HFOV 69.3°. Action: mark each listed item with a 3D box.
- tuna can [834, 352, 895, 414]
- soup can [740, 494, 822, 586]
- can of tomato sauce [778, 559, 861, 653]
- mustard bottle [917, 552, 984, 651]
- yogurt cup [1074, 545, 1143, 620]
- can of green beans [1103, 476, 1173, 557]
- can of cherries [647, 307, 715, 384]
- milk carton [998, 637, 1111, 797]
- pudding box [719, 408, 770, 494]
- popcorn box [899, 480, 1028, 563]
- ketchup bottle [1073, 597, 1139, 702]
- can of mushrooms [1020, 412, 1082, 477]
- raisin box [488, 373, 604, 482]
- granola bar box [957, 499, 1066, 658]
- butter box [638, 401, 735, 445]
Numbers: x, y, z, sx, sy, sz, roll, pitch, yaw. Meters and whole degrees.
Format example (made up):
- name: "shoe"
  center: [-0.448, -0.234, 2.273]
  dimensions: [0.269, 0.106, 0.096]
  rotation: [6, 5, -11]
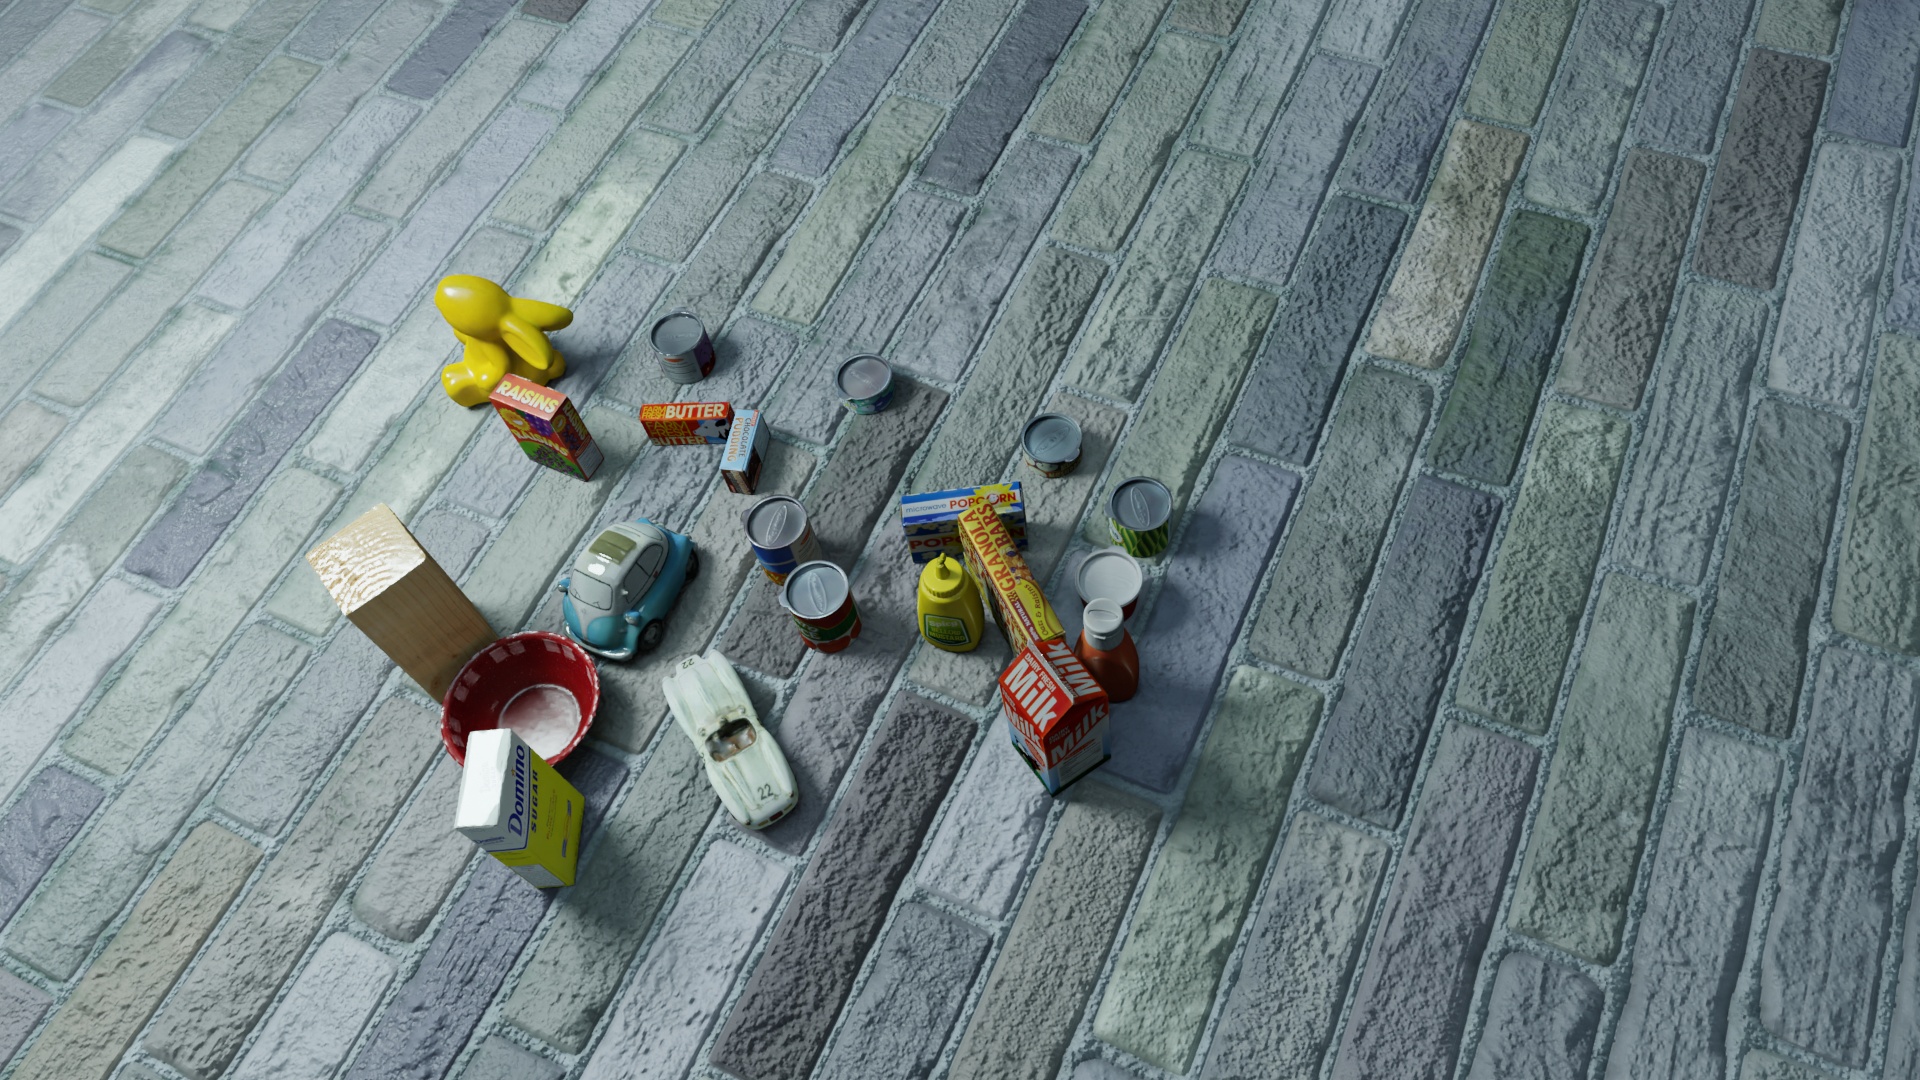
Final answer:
- name: "tuna can"
  center: [-0.110, -0.177, 1.582]
  dimensions: [0.071, 0.032, 0.071]
  rotation: [-3, 59, 5]
- name: "soup can"
  center: [-0.187, 0.000, 1.457]
  dimensions: [0.071, 0.083, 0.071]
  rotation: [-3, 59, 5]
- name: "can of tomato sauce"
  center: [-0.141, 0.069, 1.411]
  dimensions: [0.071, 0.082, 0.071]
  rotation: [-3, 59, 5]
- name: "mustard bottle"
  center: [-0.013, 0.056, 1.358]
  dimensions: [0.065, 0.159, 0.049]
  rotation: [6, 61, 11]
- name: "yogurt cup"
  center: [0.150, 0.050, 1.404]
  dimensions: [0.072, 0.053, 0.073]
  rotation: [-3, 59, 5]
- name: "can of green beans"
  center: [0.187, -0.024, 1.441]
  dimensions: [0.071, 0.057, 0.071]
  rotation: [-3, 59, 5]
- name: "can of cherries"
  center: [-0.324, -0.228, 1.624]
  dimensions: [0.071, 0.058, 0.072]
  rotation: [-3, 59, 5]
- name: "milk carton"
  center: [0.087, 0.156, 1.269]
  dimensions: [0.073, 0.189, 0.072]
  rotation: [-32, 61, -12]
- name: "pudding box"
  center: [-0.239, -0.099, 1.542]
  dimensions: [0.030, 0.049, 0.084]
  rotation: [5, 60, 10]
- name: "popcorn box"
  center: [0.005, -0.018, 1.444]
  dimensions: [0.127, 0.085, 0.038]
  rotation: [-7, 59, 3]
- name: "ketchup bottle"
  center: [0.137, 0.105, 1.318]
  dimensions: [0.065, 0.148, 0.044]
  rotation: [8, 61, 12]
- name: "can of mushrooms"
  center: [0.101, -0.102, 1.512]
  dimensions: [0.071, 0.033, 0.071]
  rotation: [-3, 59, 5]
- name: "raisin box"
  center: [-0.457, -0.125, 1.541]
  dimensions: [0.086, 0.123, 0.040]
  rotation: [21, 65, 18]
- name: "granola bar box"
  center: [0.052, 0.059, 1.369]
  dimensions: [0.039, 0.123, 0.166]
  rotation: [-25, 60, -7]
- name: "butter box"
  center: [-0.305, -0.132, 1.568]
  dimensions: [0.103, 0.053, 0.024]
  rotation: [-1, 60, 6]
